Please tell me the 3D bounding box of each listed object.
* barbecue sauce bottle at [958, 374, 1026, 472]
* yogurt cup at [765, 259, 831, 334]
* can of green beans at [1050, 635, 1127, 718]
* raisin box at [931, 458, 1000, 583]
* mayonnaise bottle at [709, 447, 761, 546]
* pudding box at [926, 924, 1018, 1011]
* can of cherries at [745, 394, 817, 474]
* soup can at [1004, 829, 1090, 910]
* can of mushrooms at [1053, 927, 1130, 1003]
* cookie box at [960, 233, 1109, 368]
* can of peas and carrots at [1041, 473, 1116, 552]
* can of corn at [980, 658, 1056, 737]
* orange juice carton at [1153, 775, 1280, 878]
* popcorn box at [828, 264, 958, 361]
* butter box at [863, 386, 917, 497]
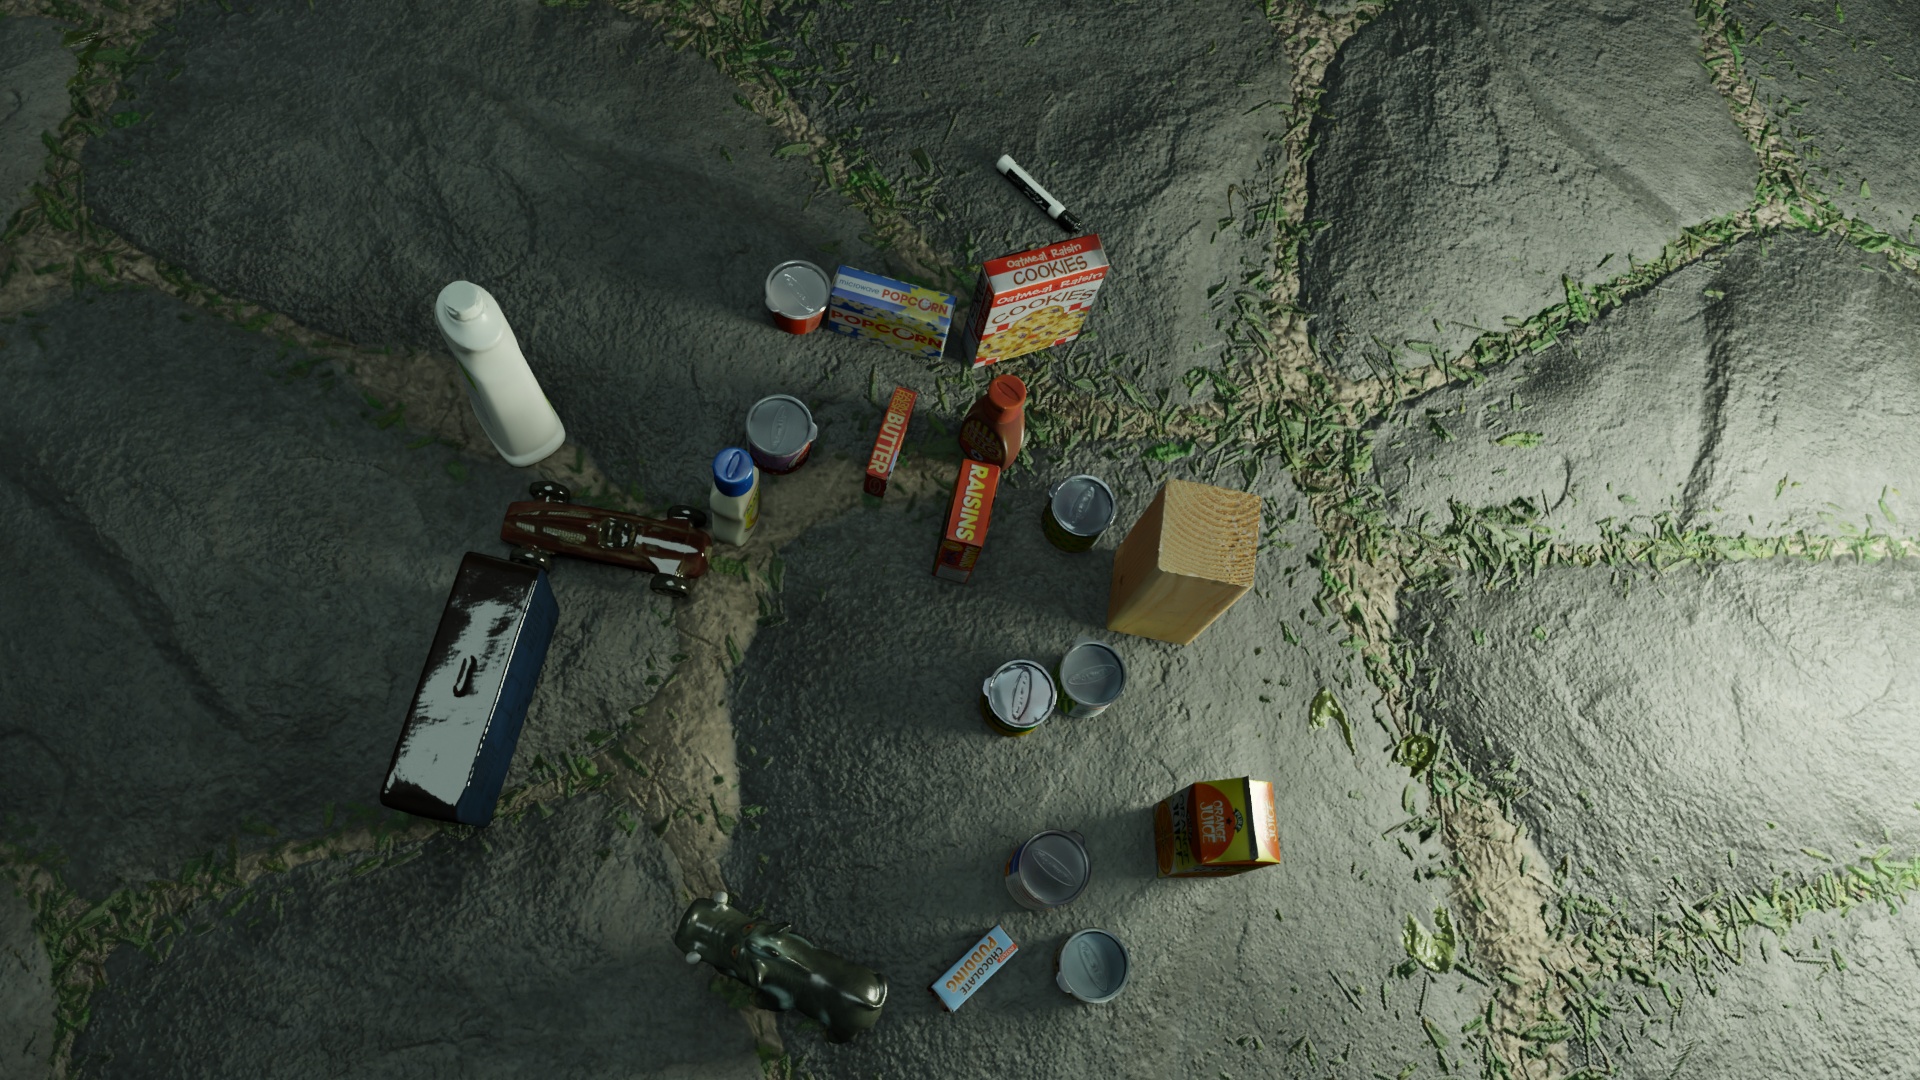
[{"bbox_3d":[0.036,-0.119,1.380,0.065,0.148,0.044,40,71,7],"label":"barbecue sauce bottle"},{"bbox_3d":[-0.169,-0.251,1.448,0.072,0.053,0.072,2,71,-7],"label":"yogurt cup"},{"bbox_3d":[0.124,0.136,1.353,0.071,0.057,0.071,2,71,-7],"label":"can of green beans"},{"bbox_3d":[0.005,-0.017,1.355,0.040,0.123,0.086,14,70,-3],"label":"raisin box"},{"bbox_3d":[-0.214,-0.045,1.322,0.041,0.147,0.065,20,70,-1],"label":"mayonnaise bottle"},{"bbox_3d":[0.011,0.387,1.256,0.084,0.049,0.030,-39,80,-18],"label":"pudding box"},{"bbox_3d":[-0.180,-0.104,1.394,0.071,0.058,0.071,2,71,-7],"label":"can of cherries"},{"bbox_3d":[0.081,0.302,1.276,0.071,0.083,0.071,2,71,-7],"label":"soup can"},{"bbox_3d":[0.118,0.392,1.277,0.071,0.033,0.071,2,71,-7],"label":"can of mushrooms"},{"bbox_3d":[0.072,-0.243,1.418,0.123,0.167,0.040,-17,75,-13],"label":"cookie box"},{"bbox_3d":[0.117,-0.028,1.408,0.071,0.058,0.071,2,71,-7],"label":"can of peas and carrots"},{"bbox_3d":[0.052,0.152,1.338,0.071,0.058,0.071,2,71,-7],"label":"can of corn"},{"bbox_3d":[0.234,0.261,1.253,0.073,0.192,0.072,1,72,-7],"label":"orange juice carton"},{"bbox_3d":[-0.072,-0.235,1.439,0.127,0.085,0.038,15,70,-2],"label":"popcorn box"},{"bbox_3d":[-0.072,-0.100,1.410,0.024,0.053,0.104,19,70,-1],"label":"butter box"}]
